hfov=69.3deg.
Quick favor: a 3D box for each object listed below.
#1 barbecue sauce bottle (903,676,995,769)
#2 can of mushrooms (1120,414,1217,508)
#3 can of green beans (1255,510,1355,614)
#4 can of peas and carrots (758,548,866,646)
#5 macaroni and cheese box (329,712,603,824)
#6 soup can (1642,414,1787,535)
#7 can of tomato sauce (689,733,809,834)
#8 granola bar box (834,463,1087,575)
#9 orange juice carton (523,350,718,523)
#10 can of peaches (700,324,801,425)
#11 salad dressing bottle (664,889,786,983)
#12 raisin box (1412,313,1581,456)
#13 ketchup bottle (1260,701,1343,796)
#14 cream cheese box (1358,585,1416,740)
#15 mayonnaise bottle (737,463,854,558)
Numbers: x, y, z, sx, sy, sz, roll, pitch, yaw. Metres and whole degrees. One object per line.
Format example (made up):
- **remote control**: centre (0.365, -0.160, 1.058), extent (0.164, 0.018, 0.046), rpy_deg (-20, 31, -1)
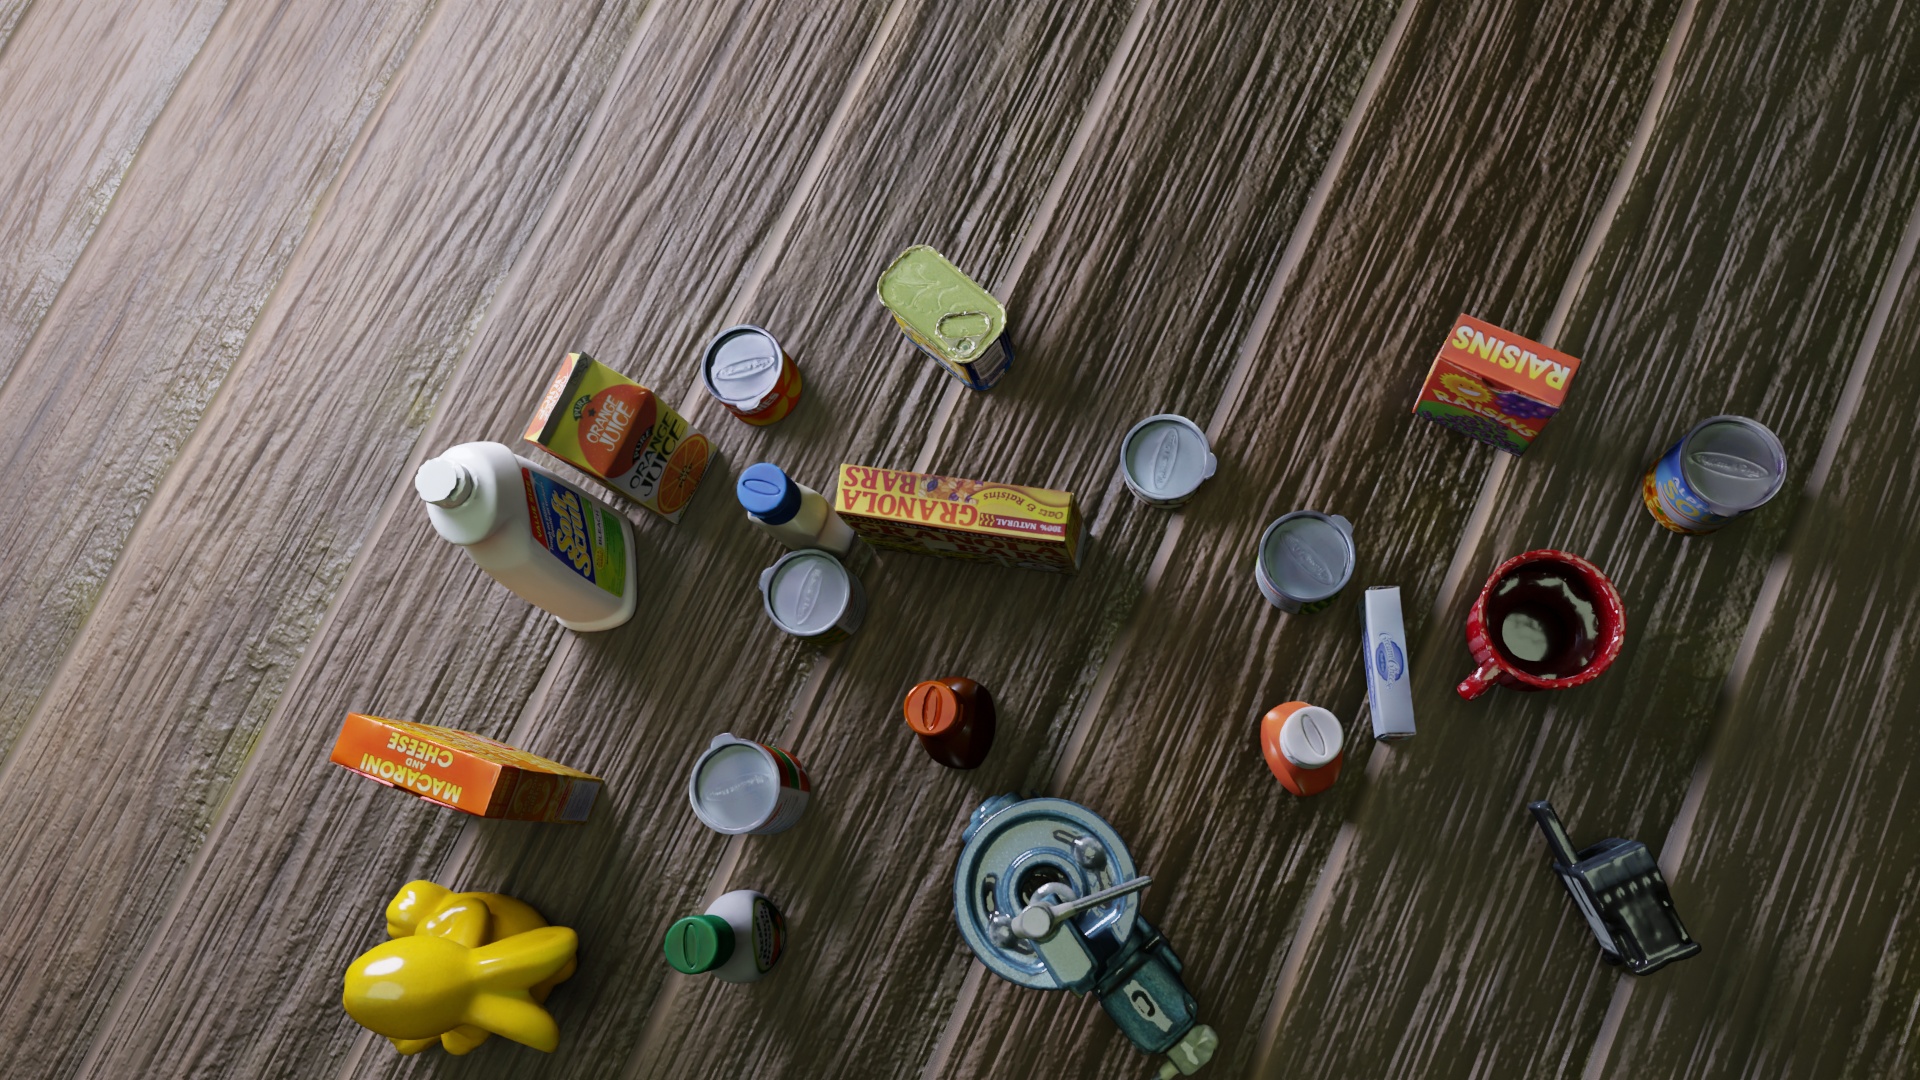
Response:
- **barbecue sauce bottle**: centre (-0.007, 0.124, 0.967), extent (0.044, 0.148, 0.065), rpy_deg (6, 79, 11)
- **can of mushrooms**: centre (0.157, -0.058, 1.043), extent (0.071, 0.033, 0.071), rpy_deg (-2, 77, 9)
- **can of green beans**: centre (0.247, 0.017, 0.998), extent (0.071, 0.057, 0.071), rpy_deg (-2, 77, 9)
- **can of peas and carrots**: centre (-0.111, 0.043, 1.050), extent (0.071, 0.058, 0.071), rpy_deg (-2, 77, 9)
- **macaroni and cheese box**: centre (-0.350, 0.168, 1.004), extent (0.124, 0.166, 0.040), rpy_deg (16, 81, 12)
- **soup can**: centre (0.515, -0.040, 0.955), extent (0.071, 0.083, 0.071), rpy_deg (-2, 77, 9)
- **can of tomato sauce**: centre (-0.153, 0.179, 1.012), extent (0.071, 0.083, 0.071), rpy_deg (-2, 77, 9)
- **granola bar box**: centre (0.004, -0.013, 1.010), extent (0.165, 0.124, 0.039), rpy_deg (8, 79, 11)
- **orange juice carton**: centre (-0.256, -0.078, 1.032), extent (0.073, 0.192, 0.072), rpy_deg (25, 83, 14)
- **can of peaches**: centre (-0.164, -0.128, 1.099), extent (0.071, 0.058, 0.071), rpy_deg (-2, 77, 9)
- **salad dressing bottle**: centre (-0.161, 0.275, 0.957), extent (0.044, 0.147, 0.064), rpy_deg (-7, 76, 8)
- **raisin box**: centre (0.372, -0.107, 0.973), extent (0.086, 0.123, 0.040), rpy_deg (27, 83, 14)
- **ketchup bottle**: centre (0.229, 0.137, 0.926), extent (0.043, 0.148, 0.065), rpy_deg (-25, 75, 3)
- **cream cheese box**: centre (0.299, 0.087, 0.975), extent (0.024, 0.053, 0.104), rpy_deg (-5, 76, 8)
- **mayonnaise bottle**: centre (-0.123, -0.021, 1.020), extent (0.065, 0.148, 0.041), rpy_deg (14, 80, 12)
